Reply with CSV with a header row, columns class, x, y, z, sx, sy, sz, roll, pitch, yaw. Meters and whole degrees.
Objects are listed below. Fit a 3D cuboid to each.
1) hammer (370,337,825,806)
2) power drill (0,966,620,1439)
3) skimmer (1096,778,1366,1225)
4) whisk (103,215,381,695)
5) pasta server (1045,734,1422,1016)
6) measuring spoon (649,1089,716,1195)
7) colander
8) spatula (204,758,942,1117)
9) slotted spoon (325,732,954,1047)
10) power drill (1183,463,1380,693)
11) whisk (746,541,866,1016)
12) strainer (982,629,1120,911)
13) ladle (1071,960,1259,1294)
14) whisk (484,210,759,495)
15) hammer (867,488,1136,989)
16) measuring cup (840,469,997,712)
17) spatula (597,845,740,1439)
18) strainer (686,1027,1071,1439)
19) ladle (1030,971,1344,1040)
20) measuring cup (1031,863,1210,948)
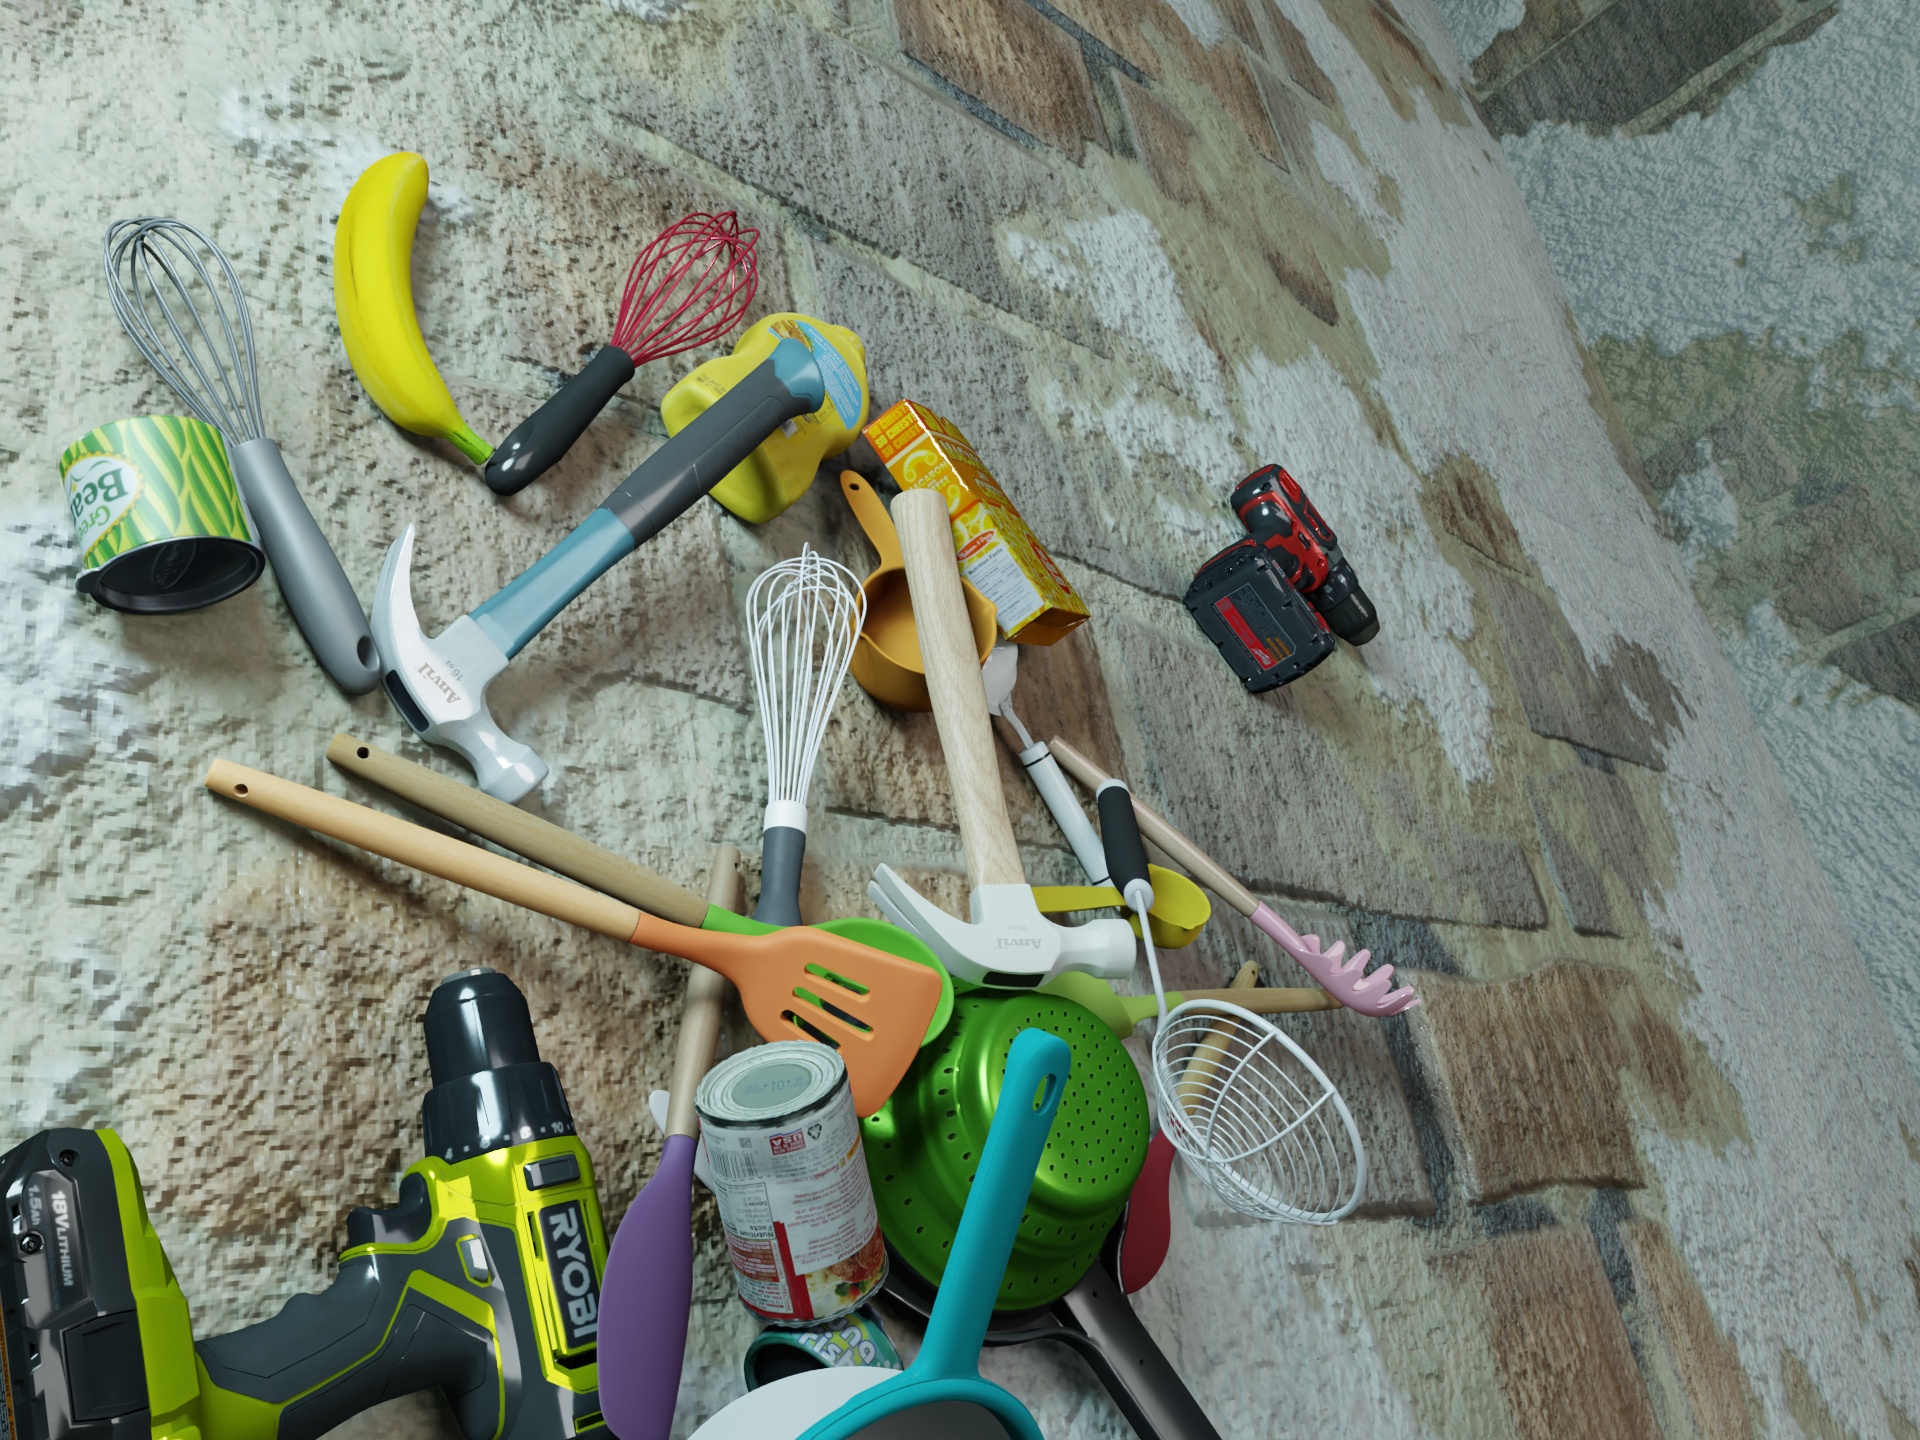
class,x,y,z,sx,sy,sz,roll,pitch,yaw
hammer,-0.170,-0.105,0.825,0.128,0.033,0.331,49,50,-13
power drill,-0.227,0.189,0.569,0.228,0.080,0.191,4,63,-51
skimmer,0.140,0.133,0.909,0.364,0.090,0.127,-95,176,-61
whisk,-0.317,-0.120,0.713,0.055,0.055,0.239,-25,90,-54
pasta server,0.186,0.107,1.096,0.316,0.040,0.060,39,10,-7
measuring spoon,-0.101,0.218,0.742,0.124,0.018,0.034,51,37,-9
colander,0.076,0.272,0.811,0.204,0.094,0.397,-32,85,-47
spatula,-0.164,0.085,0.691,0.322,0.081,0.041,24,12,-18
slotted spoon,-0.143,0.079,0.742,0.313,0.031,0.070,28,54,-18
power drill,0.291,-0.110,1.386,0.188,0.080,0.227,51,34,-10
whisk,-0.092,0.025,0.860,0.070,0.070,0.285,26,52,-36
strainer,0.047,0.014,1.043,0.258,0.050,0.087,60,23,-4
ladle,0.144,0.240,1.006,0.069,0.031,0.315,53,35,-6
whisk,-0.190,-0.215,0.917,0.073,0.073,0.296,45,43,-18
hammer,-0.001,-0.003,0.889,0.130,0.031,0.332,1,53,-19
measuring cup,-0.043,-0.080,0.990,0.095,0.052,0.174,-11,56,-26
spatula,-0.122,0.165,0.703,0.316,0.018,0.059,-89,155,-52
strainer,-0.046,0.274,0.615,0.210,0.095,0.340,24,82,-45
ladle,0.162,0.173,1.029,0.320,0.062,0.078,9,26,-43
measuring cup,0.086,0.122,1.006,0.156,0.029,0.062,2,36,-25
